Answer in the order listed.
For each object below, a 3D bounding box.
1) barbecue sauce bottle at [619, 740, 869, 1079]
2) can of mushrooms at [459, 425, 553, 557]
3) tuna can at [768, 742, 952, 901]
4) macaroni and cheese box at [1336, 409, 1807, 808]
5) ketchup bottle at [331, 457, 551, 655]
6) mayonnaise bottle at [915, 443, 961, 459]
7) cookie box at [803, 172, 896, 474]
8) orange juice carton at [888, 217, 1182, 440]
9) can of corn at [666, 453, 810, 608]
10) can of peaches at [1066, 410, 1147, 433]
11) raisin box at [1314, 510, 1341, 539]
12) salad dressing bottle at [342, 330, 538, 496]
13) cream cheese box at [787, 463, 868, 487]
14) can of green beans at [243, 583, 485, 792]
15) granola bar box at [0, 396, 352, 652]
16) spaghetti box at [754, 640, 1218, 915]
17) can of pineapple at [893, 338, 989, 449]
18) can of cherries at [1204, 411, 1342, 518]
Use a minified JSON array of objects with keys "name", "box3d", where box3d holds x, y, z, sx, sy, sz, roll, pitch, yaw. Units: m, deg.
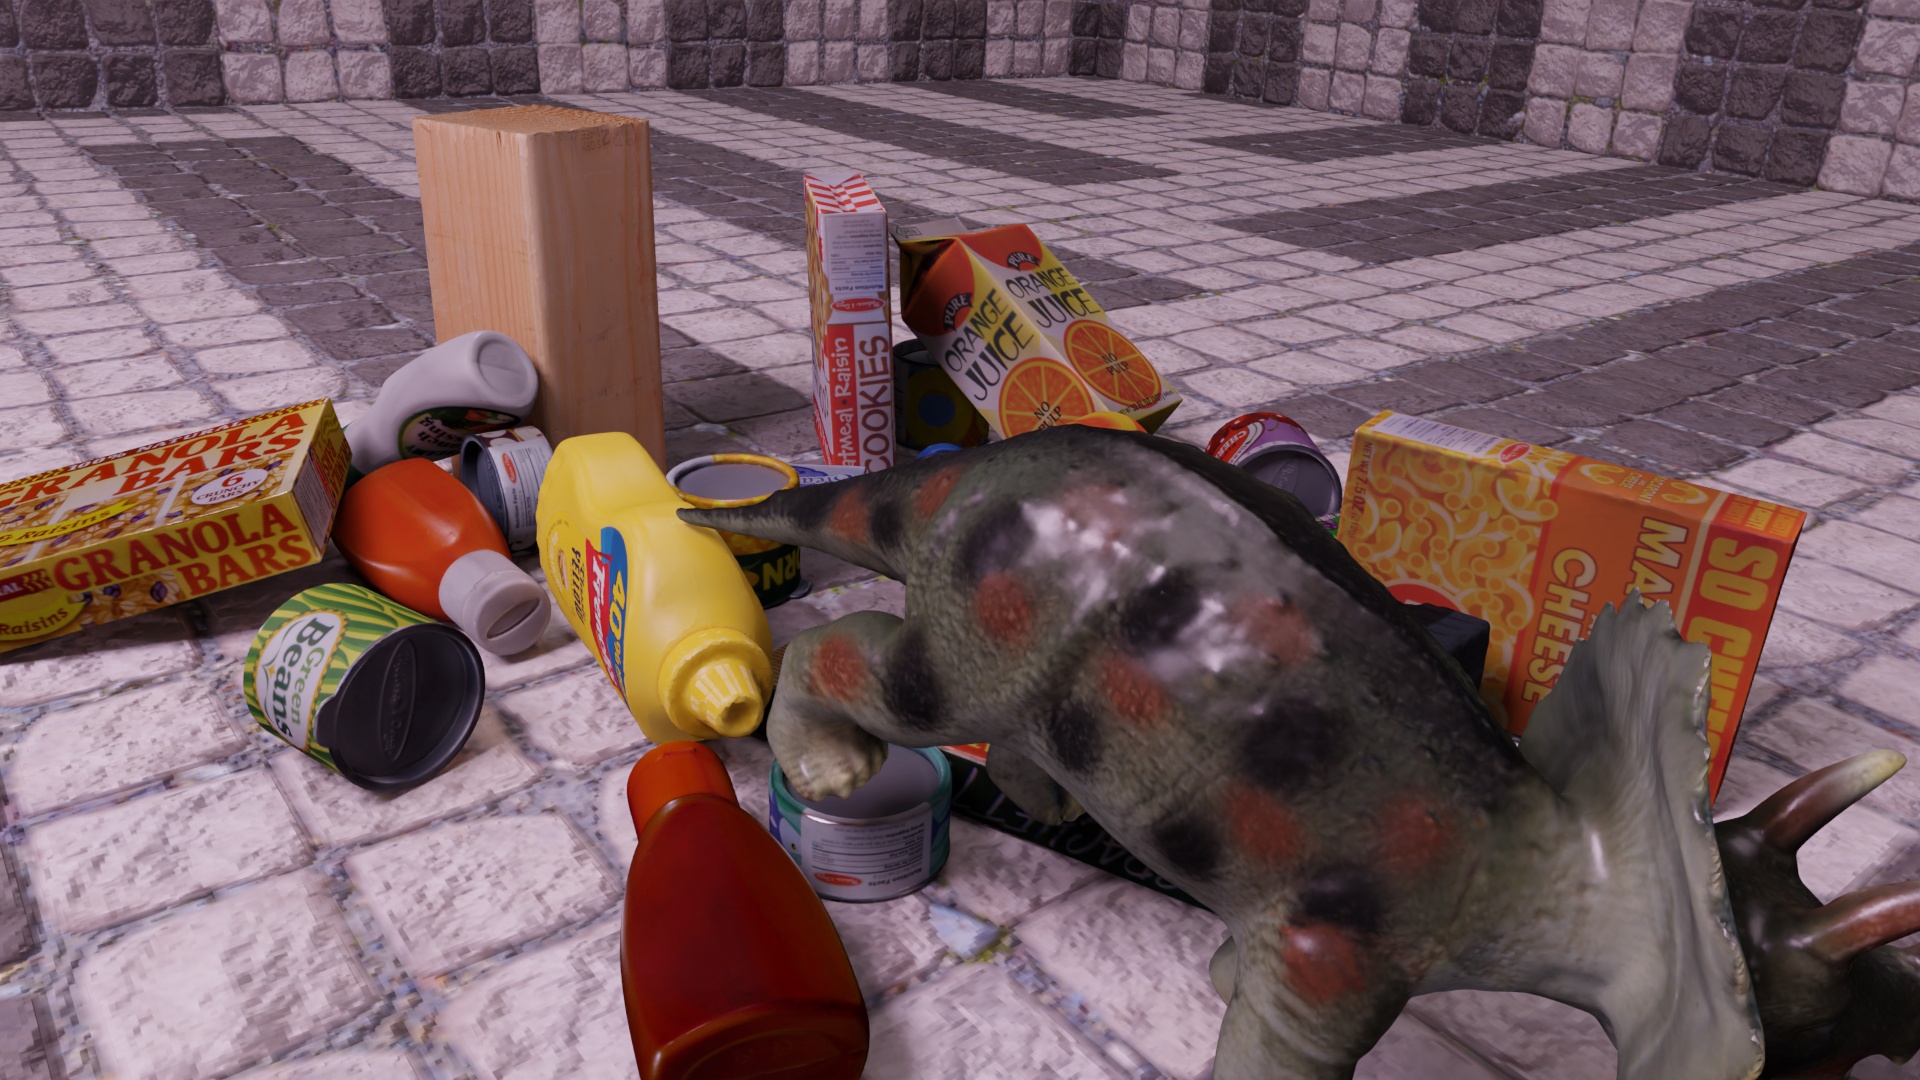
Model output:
[{"name":"barbecue sauce bottle","box3d":[-0.078,0.115,0.439,0.065,0.043,0.149,-6,25,-19]},{"name":"can of mushrooms","box3d":[-0.230,-0.024,0.710,0.033,0.070,0.071,-15,29,-34]},{"name":"tuna can","box3d":[-0.036,0.095,0.502,0.071,0.032,0.071,3,24,-1]},{"name":"macaroni and cheese box","box3d":[0.241,0.025,0.578,0.166,0.123,0.040,19,30,32]},{"name":"ketchup bottle","box3d":[-0.243,0.008,0.655,0.065,0.043,0.149,-39,43,-23]},{"name":"mayonnaise bottle","box3d":[0.003,-0.009,0.729,0.065,0.041,0.148,-4,25,-10]},{"name":"cookie box","box3d":[-0.066,-0.124,0.827,0.040,0.166,0.123,-5,25,-9]},{"name":"orange juice carton","box3d":[0.036,-0.125,0.843,0.193,0.072,0.072,51,41,13]},{"name":"can of corn","box3d":[-0.109,-0.005,0.687,0.071,0.058,0.071,2,24,-1]},{"name":"can of peaches","box3d":[0.071,-0.033,0.761,0.071,0.071,0.058,18,27,31]},{"name":"raisin box","box3d":[0.241,0.021,0.692,0.086,0.040,0.123,-12,26,-32]},{"name":"salad dressing bottle","box3d":[-0.287,-0.061,0.731,0.147,0.044,0.064,-23,-18,29]},{"name":"cream cheese box","box3d":[-0.104,-0.024,0.771,0.104,0.024,0.053,2,24,-1]},{"name":"can of green beans","box3d":[-0.227,0.055,0.530,0.058,0.071,0.071,17,28,31]},{"name":"granola bar box","box3d":[-0.376,-0.008,0.642,0.166,0.039,0.124,-17,29,-9]},{"name":"spaghetti box","box3d":[0.028,0.088,0.530,0.250,0.028,0.050,16,27,27]},{"name":"can of pineapple","box3d":[-0.011,-0.096,0.902,0.071,0.057,0.071,2,24,-1]},{"name":"can of cherries","box3d":[0.169,-0.034,0.769,0.071,0.071,0.058,2,24,-2]}]
